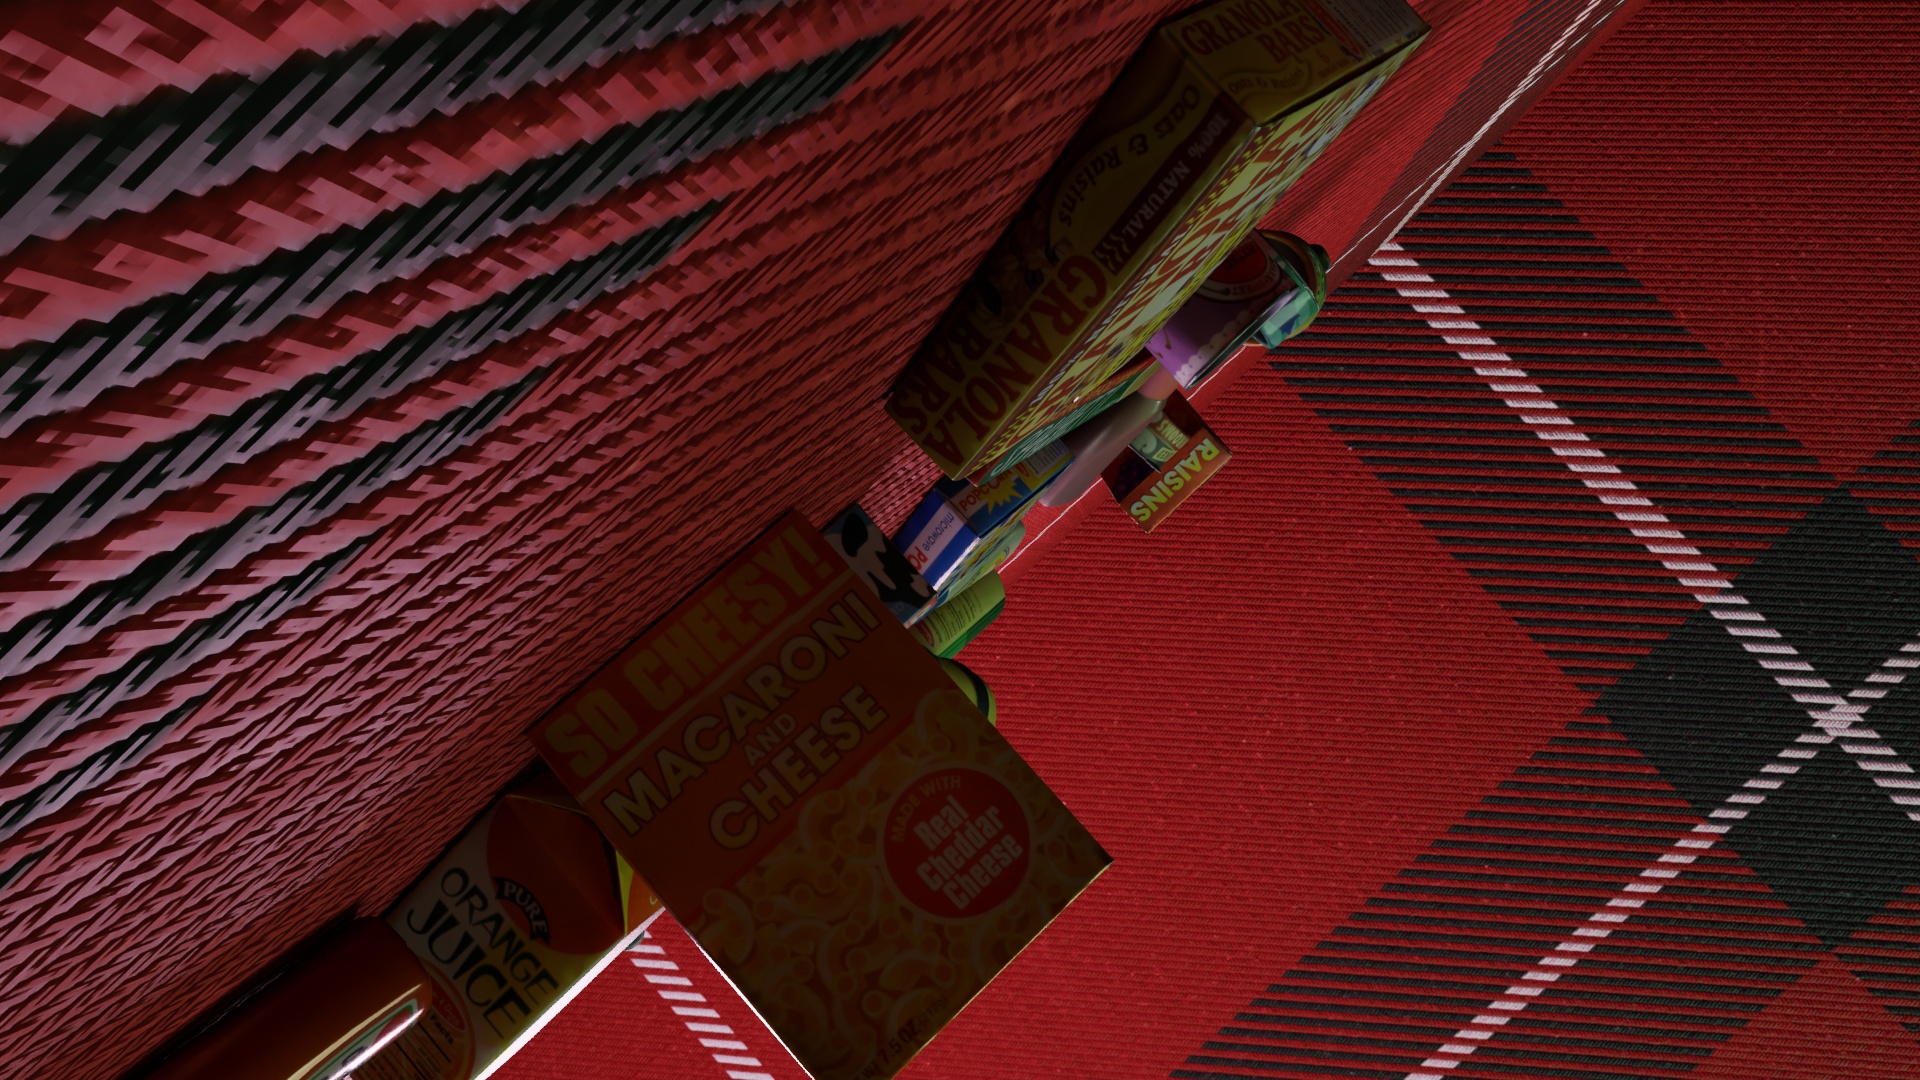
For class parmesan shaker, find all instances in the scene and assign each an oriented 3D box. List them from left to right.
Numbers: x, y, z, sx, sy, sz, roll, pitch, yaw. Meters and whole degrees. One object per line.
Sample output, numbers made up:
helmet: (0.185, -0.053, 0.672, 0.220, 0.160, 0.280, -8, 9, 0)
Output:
parmesan shaker: (-0.021, 0.058, 1.000, 0.103, 0.071, 0.071, -38, 173, -43)

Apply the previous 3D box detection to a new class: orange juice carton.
orange juice carton: (-0.172, 0.149, 0.563, 0.192, 0.073, 0.072, -44, 174, 19)

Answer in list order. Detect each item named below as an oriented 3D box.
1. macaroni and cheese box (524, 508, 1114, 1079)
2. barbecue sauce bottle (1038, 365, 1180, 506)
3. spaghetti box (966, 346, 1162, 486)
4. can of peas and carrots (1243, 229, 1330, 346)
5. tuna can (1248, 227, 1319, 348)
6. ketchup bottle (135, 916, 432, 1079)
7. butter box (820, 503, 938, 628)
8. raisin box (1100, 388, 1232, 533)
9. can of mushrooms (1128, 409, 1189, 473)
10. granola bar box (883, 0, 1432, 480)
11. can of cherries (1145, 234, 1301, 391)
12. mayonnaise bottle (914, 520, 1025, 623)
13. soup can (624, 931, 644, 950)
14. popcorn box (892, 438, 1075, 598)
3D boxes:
macaroni and cheese box: (-0.049, 0.092, 0.489, 0.124, 0.166, 0.040, -41, 175, -14)
barbecue sauce bottle: (0.098, -0.082, 0.888, 0.065, 0.044, 0.147, -38, 173, -46)
spaghetti box: (0.060, -0.079, 0.684, 0.050, 0.029, 0.251, -46, 174, 28)
can of peas and carrots: (0.177, -0.147, 0.799, 0.070, 0.071, 0.059, -44, 174, 21)
tuna can: (0.157, -0.135, 0.739, 0.033, 0.071, 0.071, -41, 175, 8)
ketchup bottle: (-0.251, 0.189, 0.460, 0.149, 0.043, 0.064, -37, 173, -42)
butter box: (-0.064, 0.038, 0.578, 0.103, 0.053, 0.024, -42, 173, -6)
raisin box: (0.144, -0.070, 1.046, 0.086, 0.040, 0.124, -43, -154, 12)
can of mushrooms: (0.127, -0.081, 0.968, 0.033, 0.071, 0.071, -45, 175, 11)
granola bar box: (0.059, -0.099, 0.438, 0.125, 0.039, 0.164, -38, 173, -43)
can of cherries: (0.104, -0.109, 0.602, 0.071, 0.058, 0.071, -41, 175, -5)
mayonnaise bottle: (-0.009, 0.016, 0.906, 0.064, 0.041, 0.149, -43, 176, 27)
soup can: (-0.171, 0.162, 0.703, 0.083, 0.071, 0.072, -47, 174, 40)
popcorn box: (0.003, -0.010, 0.785, 0.085, 0.038, 0.126, -40, 175, -34)
